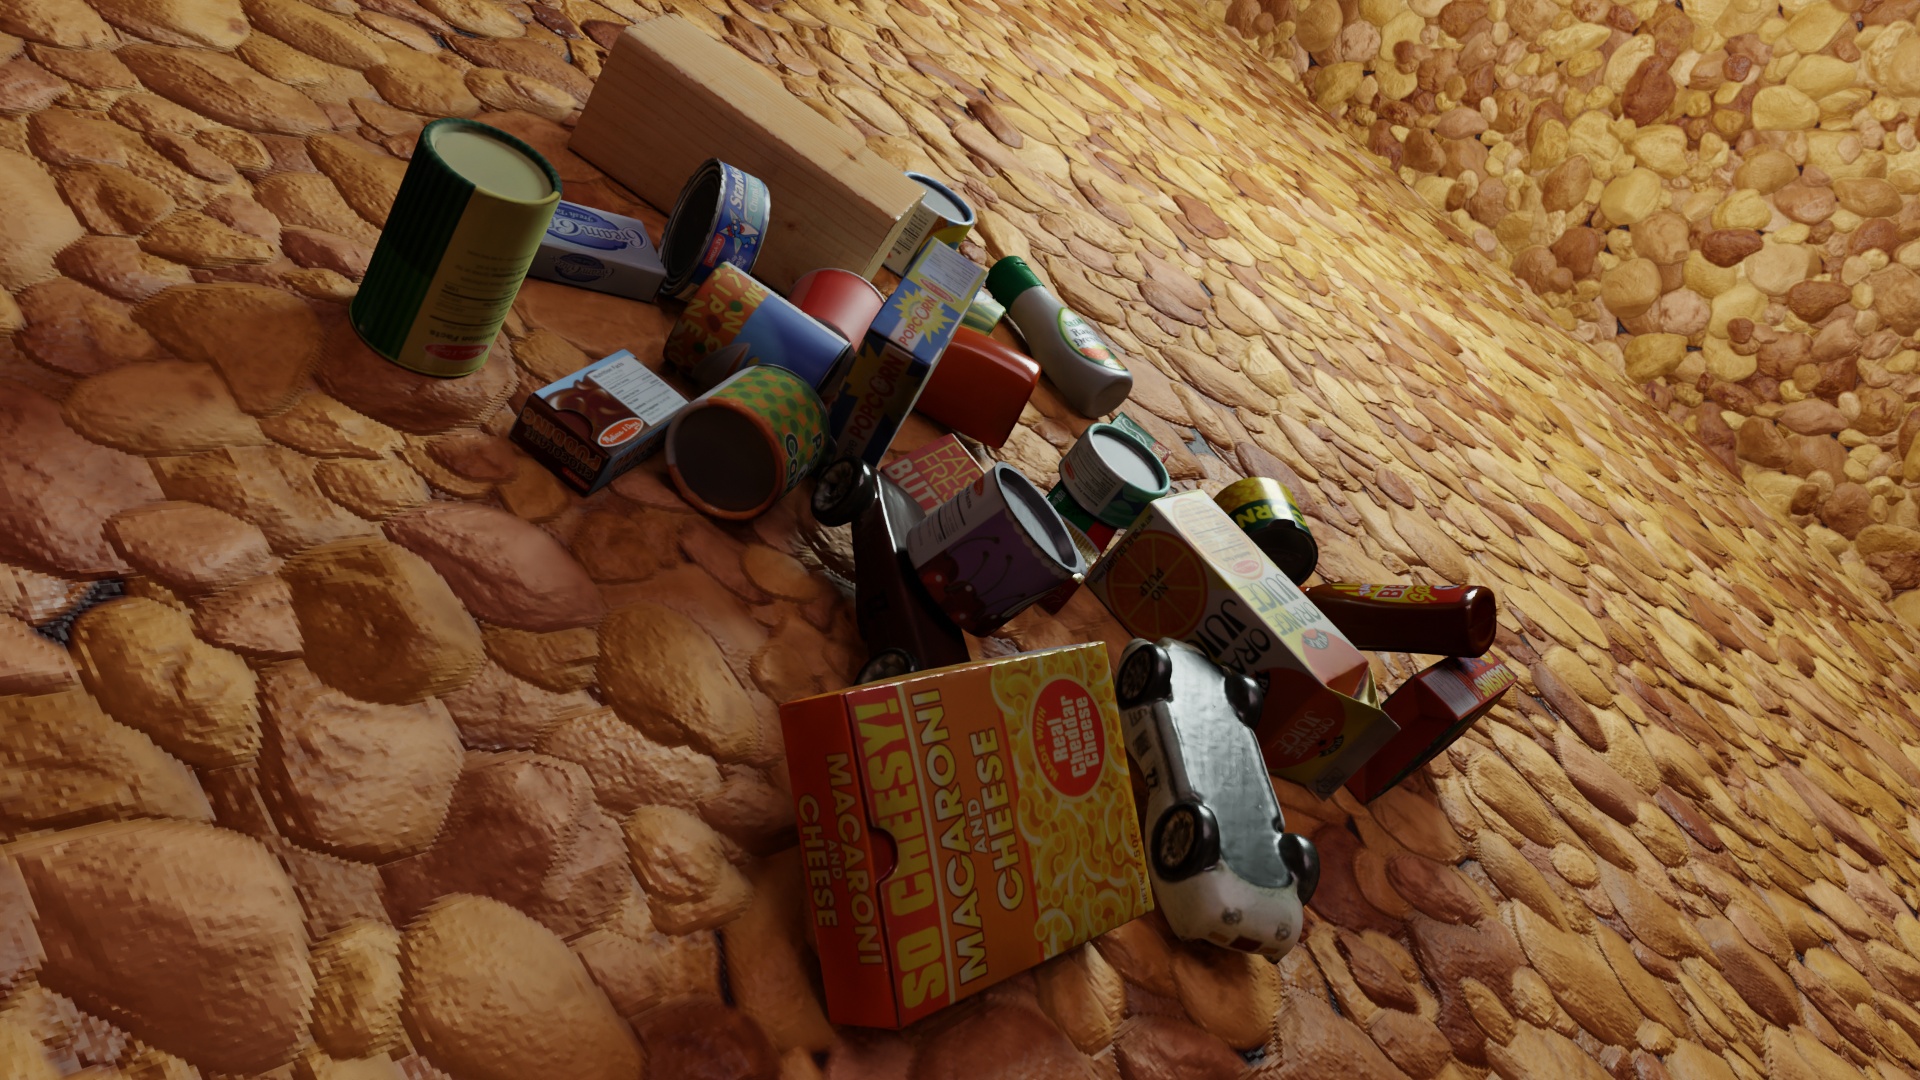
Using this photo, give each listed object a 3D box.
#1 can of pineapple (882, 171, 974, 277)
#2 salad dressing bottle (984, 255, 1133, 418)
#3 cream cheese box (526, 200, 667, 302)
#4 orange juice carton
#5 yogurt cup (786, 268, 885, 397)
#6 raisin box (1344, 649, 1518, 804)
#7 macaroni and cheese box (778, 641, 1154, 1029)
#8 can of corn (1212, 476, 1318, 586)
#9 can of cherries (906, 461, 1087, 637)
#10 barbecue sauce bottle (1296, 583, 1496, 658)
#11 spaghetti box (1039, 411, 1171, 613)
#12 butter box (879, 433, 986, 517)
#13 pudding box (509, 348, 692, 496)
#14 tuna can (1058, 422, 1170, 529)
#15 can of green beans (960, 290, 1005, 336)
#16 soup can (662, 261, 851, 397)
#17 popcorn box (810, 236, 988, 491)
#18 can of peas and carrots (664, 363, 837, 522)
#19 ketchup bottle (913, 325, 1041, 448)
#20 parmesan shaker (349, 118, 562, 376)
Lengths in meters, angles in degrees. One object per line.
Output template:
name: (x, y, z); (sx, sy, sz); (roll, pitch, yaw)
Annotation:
can of pineapple: (-0.030, -0.237, 1.050); (0.071, 0.057, 0.071); (27, 31, -18)
salad dressing bottle: (0.072, -0.159, 1.064); (0.064, 0.043, 0.148); (-4, 49, -48)
cream cheese box: (-0.223, -0.170, 0.789); (0.104, 0.024, 0.053); (6, 42, -42)
orange juice carton: (0.173, 0.063, 0.836); (0.193, 0.071, 0.073); (49, 32, 20)
yogurt cup: (-0.081, -0.123, 0.837); (0.072, 0.072, 0.054); (32, 38, -8)
raisin box: (0.294, 0.113, 0.879); (0.040, 0.085, 0.124); (49, 32, 21)
macaroni and cheese box: (0.009, 0.112, 0.570); (0.167, 0.040, 0.123); (-5, 83, -49)
can of corn: (0.209, -0.004, 0.968); (0.071, 0.071, 0.058); (23, 32, -23)
can of cherries: (0.018, 0.007, 0.672); (0.071, 0.058, 0.072); (47, 18, -20)
barbecue sauce bottle: (0.260, 0.049, 0.889); (0.065, 0.148, 0.043); (-12, 100, -53)
spaghetti box: (0.086, -0.026, 0.911); (0.050, 0.028, 0.251); (39, 30, 2)
butter box: (0.003, -0.010, 0.784); (0.053, 0.024, 0.104); (-29, 65, -25)
pudding box: (-0.175, -0.060, 0.683); (0.049, 0.030, 0.084); (39, 30, 1)
tuna can: (0.100, -0.041, 0.882); (0.071, 0.032, 0.071); (27, 33, -18)
can of green beans: (-0.011, -0.147, 0.938); (0.058, 0.071, 0.071); (36, 30, -3)
soup can: (-0.114, -0.103, 0.773); (0.084, 0.071, 0.072); (33, 30, -5)
popcorn box: (-0.037, -0.091, 0.754); (0.038, 0.126, 0.085); (31, 50, -3)
can of peas and carrots: (-0.105, -0.048, 0.703); (0.071, 0.070, 0.059); (38, 31, 1)
ketchup bottle: (-0.027, -0.116, 0.889); (0.149, 0.064, 0.044); (26, 37, -3)
parmesan shaker: (-0.235, -0.137, 0.654); (0.071, 0.102, 0.072); (27, 31, -18)
